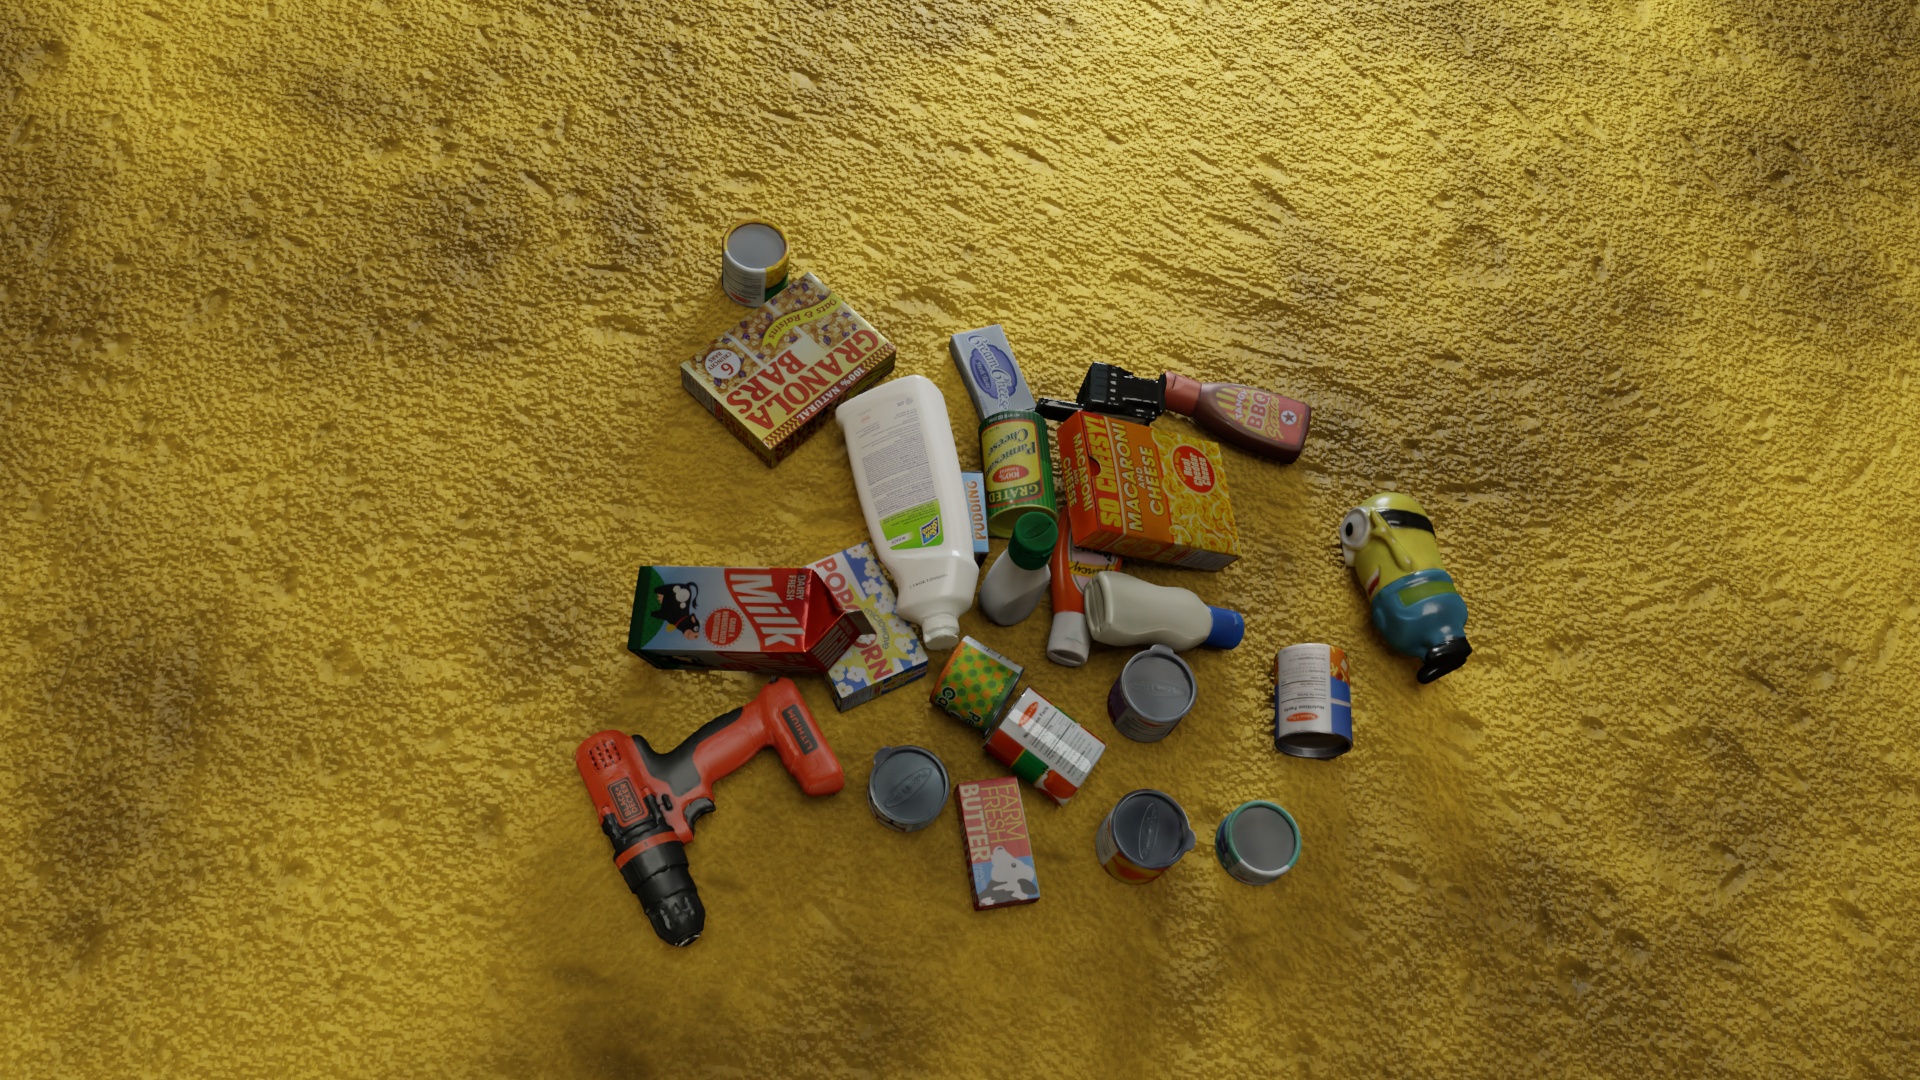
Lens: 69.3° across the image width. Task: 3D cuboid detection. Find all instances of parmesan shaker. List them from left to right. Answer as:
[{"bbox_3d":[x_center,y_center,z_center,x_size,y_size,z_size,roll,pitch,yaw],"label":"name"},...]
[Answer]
[{"bbox_3d":[0.049,-0.061,1.281,0.071,0.071,0.103,-1,63,-10],"label":"parmesan shaker"}]

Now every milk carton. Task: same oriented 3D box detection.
[{"bbox_3d":[-0.168,0.066,1.144,0.191,0.072,0.073,1,71,8],"label":"milk carton"}]

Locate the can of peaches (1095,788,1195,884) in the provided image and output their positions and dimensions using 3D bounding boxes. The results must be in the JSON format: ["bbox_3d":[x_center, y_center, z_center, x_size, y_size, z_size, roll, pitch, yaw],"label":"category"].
[{"bbox_3d":[0.151,0.246,1.145,0.071,0.057,0.071,4,62,-8],"label":"can of peaches"}]

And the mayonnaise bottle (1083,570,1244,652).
[{"bbox_3d":[0.181,0.069,1.226,0.148,0.041,0.065,12,53,-26],"label":"mayonnaise bottle"}]

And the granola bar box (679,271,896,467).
[{"bbox_3d":[-0.161,-0.163,1.312,0.124,0.039,0.166,42,64,13],"label":"granola bar box"}]

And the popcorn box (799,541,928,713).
[{"bbox_3d":[-0.093,0.073,1.203,0.085,0.038,0.127,-22,69,-19],"label":"popcorn box"}]

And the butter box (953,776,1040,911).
[{"bbox_3d":[0.029,0.249,1.142,0.053,0.024,0.104,-5,65,-13],"label":"butter box"}]

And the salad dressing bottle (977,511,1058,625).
[{"bbox_3d":[0.052,0.024,1.190,0.064,0.147,0.044,-28,71,-21],"label":"salad dressing bottle"}]

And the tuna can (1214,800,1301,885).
[{"bbox_3d":[0.252,0.252,1.172,0.071,0.032,0.071,4,63,-7],"label":"tuna can"}]

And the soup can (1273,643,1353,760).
[{"bbox_3d":[0.310,0.142,1.221,0.071,0.071,0.084,9,62,-5],"label":"soup can"}]

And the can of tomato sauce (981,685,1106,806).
[{"bbox_3d":[0.070,0.173,1.164,0.083,0.071,0.071,36,64,6],"label":"can of tomato sauce"}]

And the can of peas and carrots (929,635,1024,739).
[{"bbox_3d":[0.012,0.125,1.179,0.059,0.070,0.071,30,63,7],"label":"can of peas and carrots"}]

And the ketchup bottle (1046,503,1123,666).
[{"bbox_3d":[0.109,0.039,1.251,0.065,0.043,0.149,19,62,-10],"label":"ketchup bottle"}]

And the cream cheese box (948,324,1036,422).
[{"bbox_3d":[0.031,-0.159,1.349,0.053,0.024,0.104,-15,67,-17],"label":"cream cheese box"}]

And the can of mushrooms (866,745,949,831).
[{"bbox_3d":[-0.045,0.204,1.147,0.071,0.033,0.071,4,63,-7],"label":"can of mushrooms"}]

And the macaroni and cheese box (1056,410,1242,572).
[{"bbox_3d":[0.173,-0.045,1.272,0.166,0.040,0.124,10,59,-31],"label":"macaroni and cheese box"}]

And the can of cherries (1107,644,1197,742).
[{"bbox_3d":[0.166,0.133,1.204,0.071,0.058,0.072,3,63,-6],"label":"can of cherries"}]

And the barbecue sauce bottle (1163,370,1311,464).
[{"bbox_3d":[0.265,-0.126,1.361,0.148,0.043,0.065,19,63,1],"label":"barbecue sauce bottle"}]

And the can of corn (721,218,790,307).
[{"bbox_3d":[-0.198,-0.272,1.350,0.071,0.058,0.071,4,63,-8],"label":"can of corn"}]

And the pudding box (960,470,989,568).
[{"bbox_3d":[0.004,-0.016,1.258,0.030,0.049,0.084,3,63,-12],"label":"pudding box"}]
